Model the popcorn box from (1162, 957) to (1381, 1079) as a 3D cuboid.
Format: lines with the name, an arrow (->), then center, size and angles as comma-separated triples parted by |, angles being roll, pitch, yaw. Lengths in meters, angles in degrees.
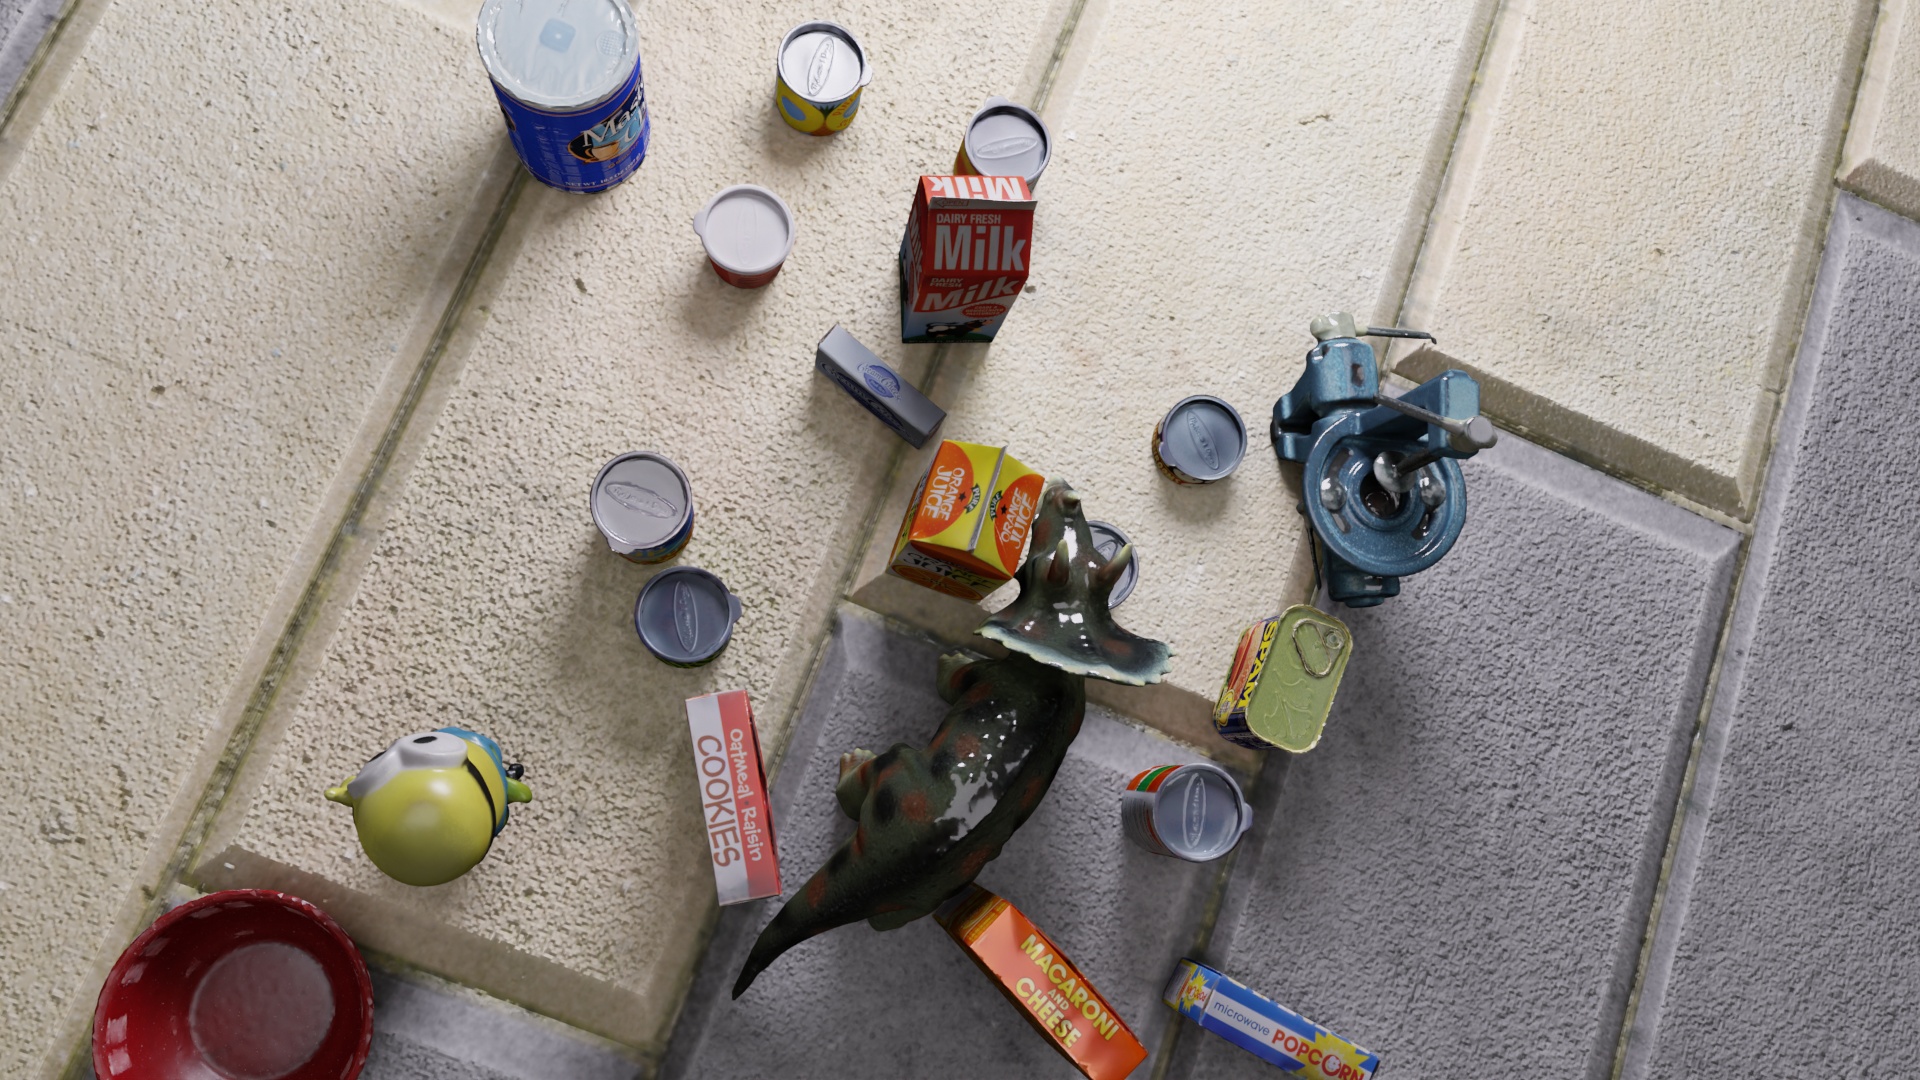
popcorn box -> 0.211, 0.337, 0.959 | 0.127, 0.085, 0.038 | 29, 77, -3

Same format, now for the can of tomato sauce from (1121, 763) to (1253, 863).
can of tomato sauce -> 0.157, 0.190, 0.977 | 0.071, 0.083, 0.071 | 2, 80, -9

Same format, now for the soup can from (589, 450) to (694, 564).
soup can -> -0.218, -0.018, 0.952 | 0.071, 0.083, 0.071 | 2, 80, -9

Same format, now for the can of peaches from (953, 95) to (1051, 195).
can of peaches -> 0.031, -0.292, 1.055 | 0.071, 0.058, 0.071 | 2, 80, -9

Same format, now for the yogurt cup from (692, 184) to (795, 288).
yogurt cup -> -0.156, -0.218, 1.013 | 0.072, 0.054, 0.072 | 2, 80, -9

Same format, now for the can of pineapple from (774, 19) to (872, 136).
can of pineapple -> -0.104, -0.345, 1.042 | 0.071, 0.057, 0.071 | 2, 80, -9

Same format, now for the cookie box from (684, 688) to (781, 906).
cookie box -> -0.145, 0.162, 0.889 | 0.040, 0.167, 0.123 | -10, 82, -11

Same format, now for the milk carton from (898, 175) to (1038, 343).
milk carton -> 0.002, -0.199, 0.966 | 0.072, 0.190, 0.073 | -1, 81, -9

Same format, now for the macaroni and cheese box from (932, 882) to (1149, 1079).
macaroni and cheese box -> 0.047, 0.283, 0.899 | 0.040, 0.166, 0.124 | -43, 89, -13

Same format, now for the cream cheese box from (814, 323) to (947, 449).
cream cheese box -> -0.060, -0.110, 1.010 | 0.104, 0.053, 0.024 | 39, 77, -1

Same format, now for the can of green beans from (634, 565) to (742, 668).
can of green beans -> -0.189, 0.054, 0.957 | 0.071, 0.057, 0.071 | 2, 80, -9

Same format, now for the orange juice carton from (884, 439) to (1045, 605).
orange juice carton -> 0.003, -0.012, 0.931 | 0.073, 0.192, 0.072 | 20, 78, -5

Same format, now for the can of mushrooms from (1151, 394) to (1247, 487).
can of mushrooms -> 0.178, -0.074, 1.053 | 0.071, 0.033, 0.071 | 2, 80, -9

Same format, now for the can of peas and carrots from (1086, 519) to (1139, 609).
can of peas and carrots -> 0.088, 0.021, 1.008 | 0.071, 0.058, 0.071 | 2, 80, -9
